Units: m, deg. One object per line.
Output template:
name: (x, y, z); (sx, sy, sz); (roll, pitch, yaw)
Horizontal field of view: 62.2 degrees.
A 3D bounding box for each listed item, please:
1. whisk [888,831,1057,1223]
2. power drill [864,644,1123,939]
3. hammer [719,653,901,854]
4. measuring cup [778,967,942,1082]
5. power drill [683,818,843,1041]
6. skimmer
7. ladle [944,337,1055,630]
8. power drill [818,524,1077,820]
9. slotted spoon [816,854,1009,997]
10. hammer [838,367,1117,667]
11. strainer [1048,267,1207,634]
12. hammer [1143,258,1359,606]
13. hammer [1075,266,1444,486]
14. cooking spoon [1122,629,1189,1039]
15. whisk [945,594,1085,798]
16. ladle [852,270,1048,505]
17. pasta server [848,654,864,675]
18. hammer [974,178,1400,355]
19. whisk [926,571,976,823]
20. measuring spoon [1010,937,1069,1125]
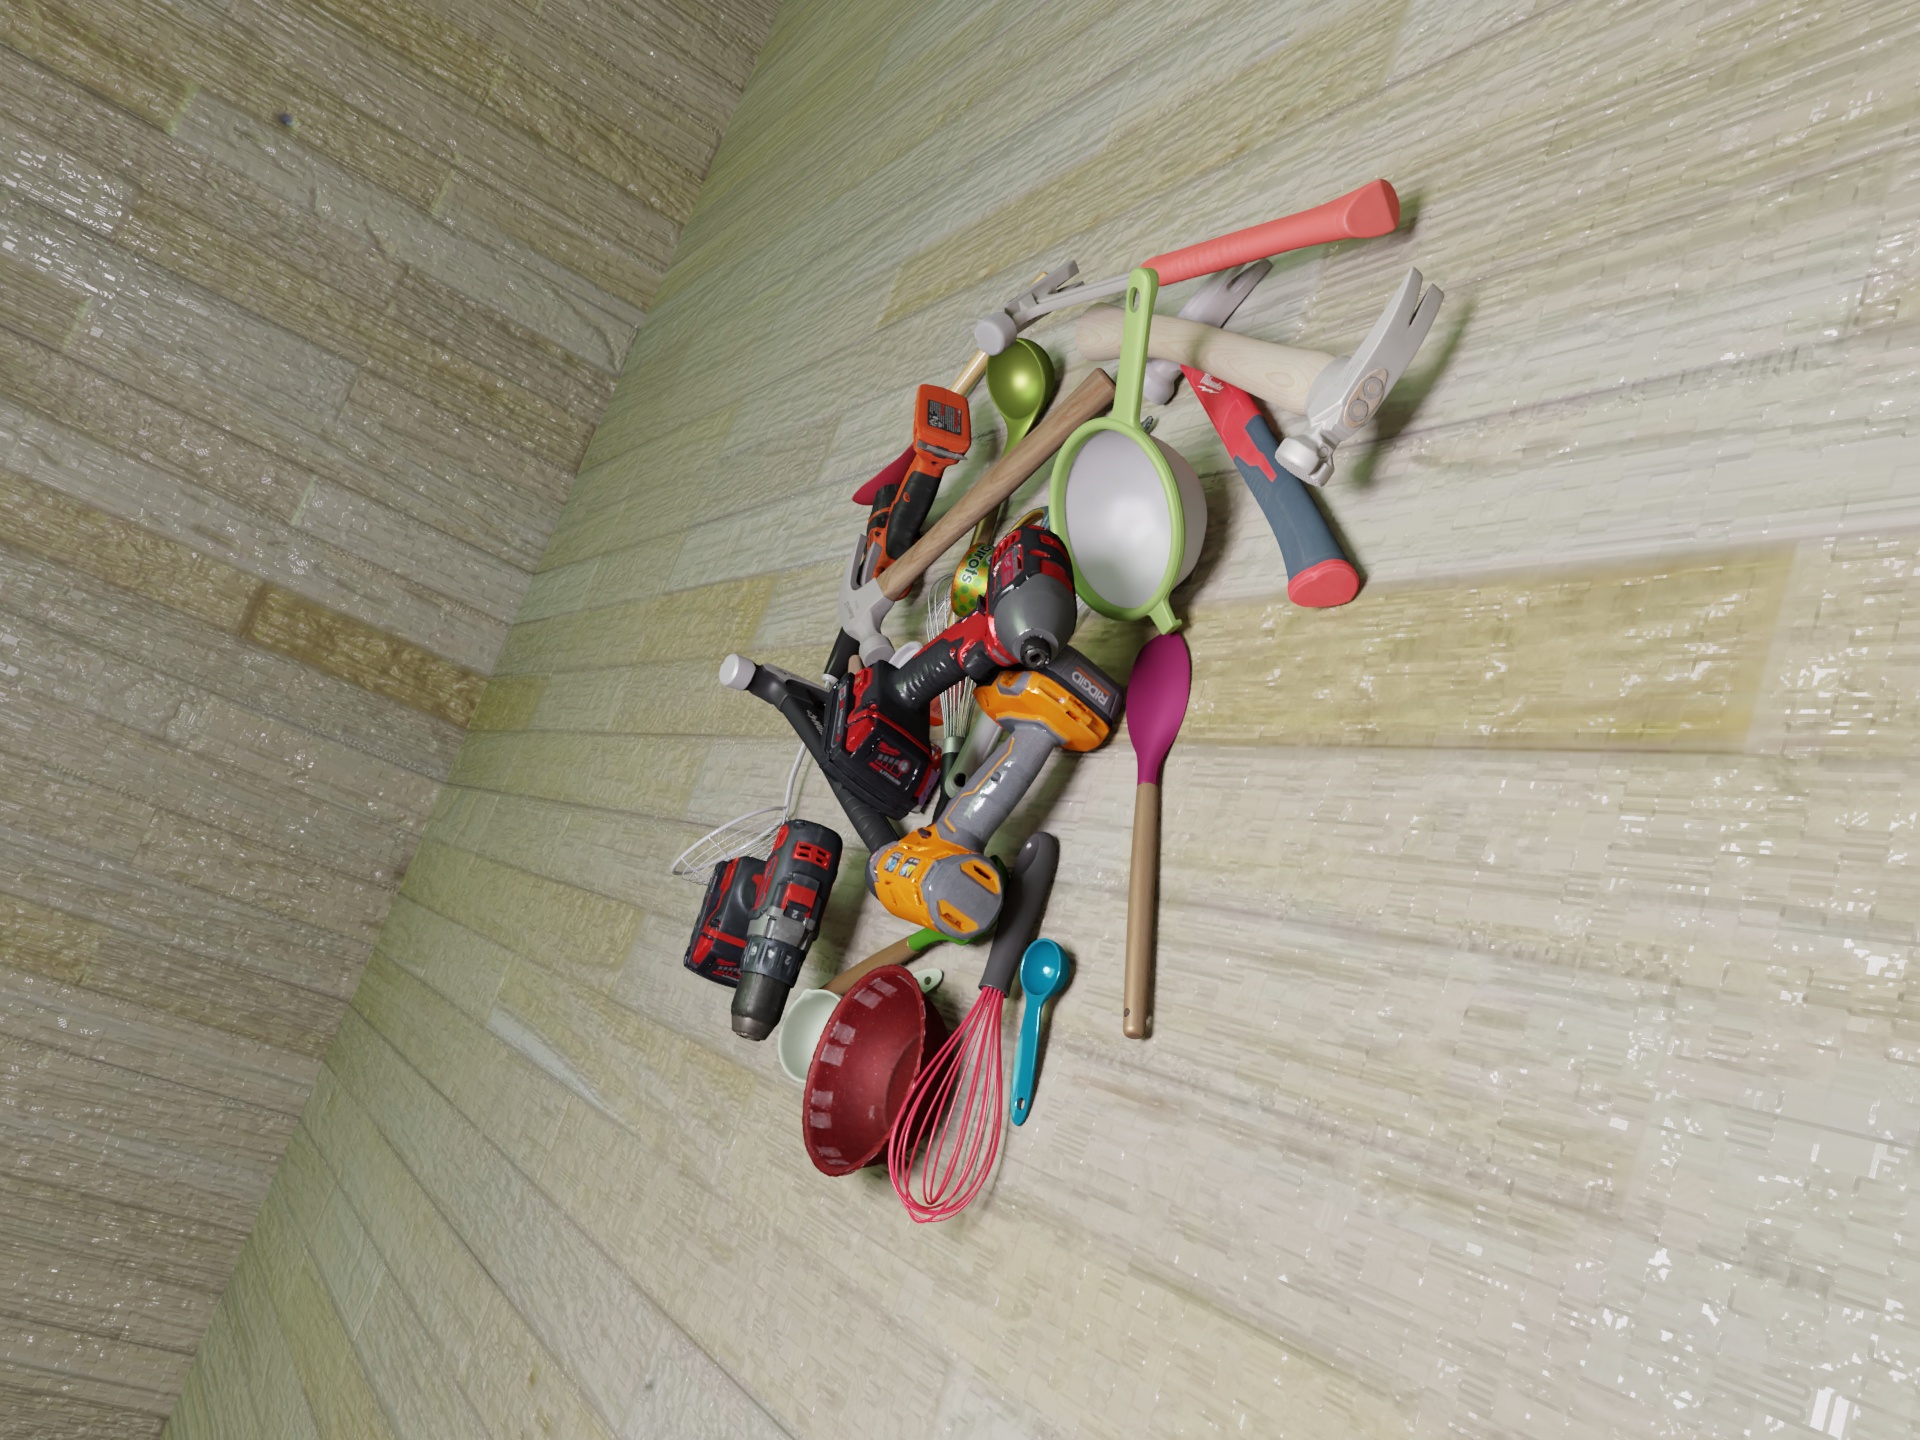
whisk: (0.017, 0.210, 1.127); (0.073, 0.073, 0.296); (-20, 44, 54)
power drill: (0.012, 0.052, 1.200); (0.226, 0.084, 0.164); (-58, 24, -14)
hammer: (-0.105, 0.050, 1.436); (0.035, 0.146, 0.335); (-56, 39, 16)
measuring cup: (-0.073, 0.241, 1.287); (0.167, 0.038, 0.083); (-30, 54, 22)
power drill: (-0.179, 0.193, 1.411); (0.226, 0.080, 0.188); (-30, 41, 65)
skimmer: (-0.182, 0.004, 1.616); (0.127, 0.090, 0.363); (94, -164, -75)
ladle: (0.021, -0.206, 1.477); (0.078, 0.062, 0.320); (3, 72, 49)
power drill: (-0.003, -0.034, 1.153); (0.219, 0.078, 0.143); (-42, 26, 25)
slotted spoon: (-0.050, 0.187, 1.293); (0.313, 0.031, 0.070); (-37, 30, 45)
hammer: (0.012, -0.194, 1.434); (0.331, 0.031, 0.130); (-42, 47, 17)
strainer: (0.139, -0.201, 1.165); (0.152, 0.069, 0.256); (33, 127, 48)
hammer: (0.220, -0.213, 1.149); (0.143, 0.038, 0.387); (-48, 31, 25)
hammer: (0.192, -0.282, 1.179); (0.146, 0.038, 0.411); (-56, 28, 6)
cooking spoon: (0.127, 0.068, 1.090); (0.068, 0.017, 0.319); (-34, 38, 45)
whisk: (0.050, -0.046, 1.283); (0.246, 0.058, 0.059); (-63, -8, 0)
ladle: (-0.008, -0.341, 1.668); (0.315, 0.031, 0.069); (-50, -9, 19)
pasta server: (-0.101, -0.023, 1.470); (0.316, 0.040, 0.060); (-108, 32, -75)
hammer: (0.178, -0.357, 1.235); (0.359, 0.036, 0.149); (-3, 30, 46)
whisk: (-0.001, -0.004, 1.348); (0.070, 0.070, 0.285); (-30, 47, 48)
measuring spoon: (0.055, 0.216, 1.100); (0.042, 0.021, 0.129); (-5, 72, 53)
